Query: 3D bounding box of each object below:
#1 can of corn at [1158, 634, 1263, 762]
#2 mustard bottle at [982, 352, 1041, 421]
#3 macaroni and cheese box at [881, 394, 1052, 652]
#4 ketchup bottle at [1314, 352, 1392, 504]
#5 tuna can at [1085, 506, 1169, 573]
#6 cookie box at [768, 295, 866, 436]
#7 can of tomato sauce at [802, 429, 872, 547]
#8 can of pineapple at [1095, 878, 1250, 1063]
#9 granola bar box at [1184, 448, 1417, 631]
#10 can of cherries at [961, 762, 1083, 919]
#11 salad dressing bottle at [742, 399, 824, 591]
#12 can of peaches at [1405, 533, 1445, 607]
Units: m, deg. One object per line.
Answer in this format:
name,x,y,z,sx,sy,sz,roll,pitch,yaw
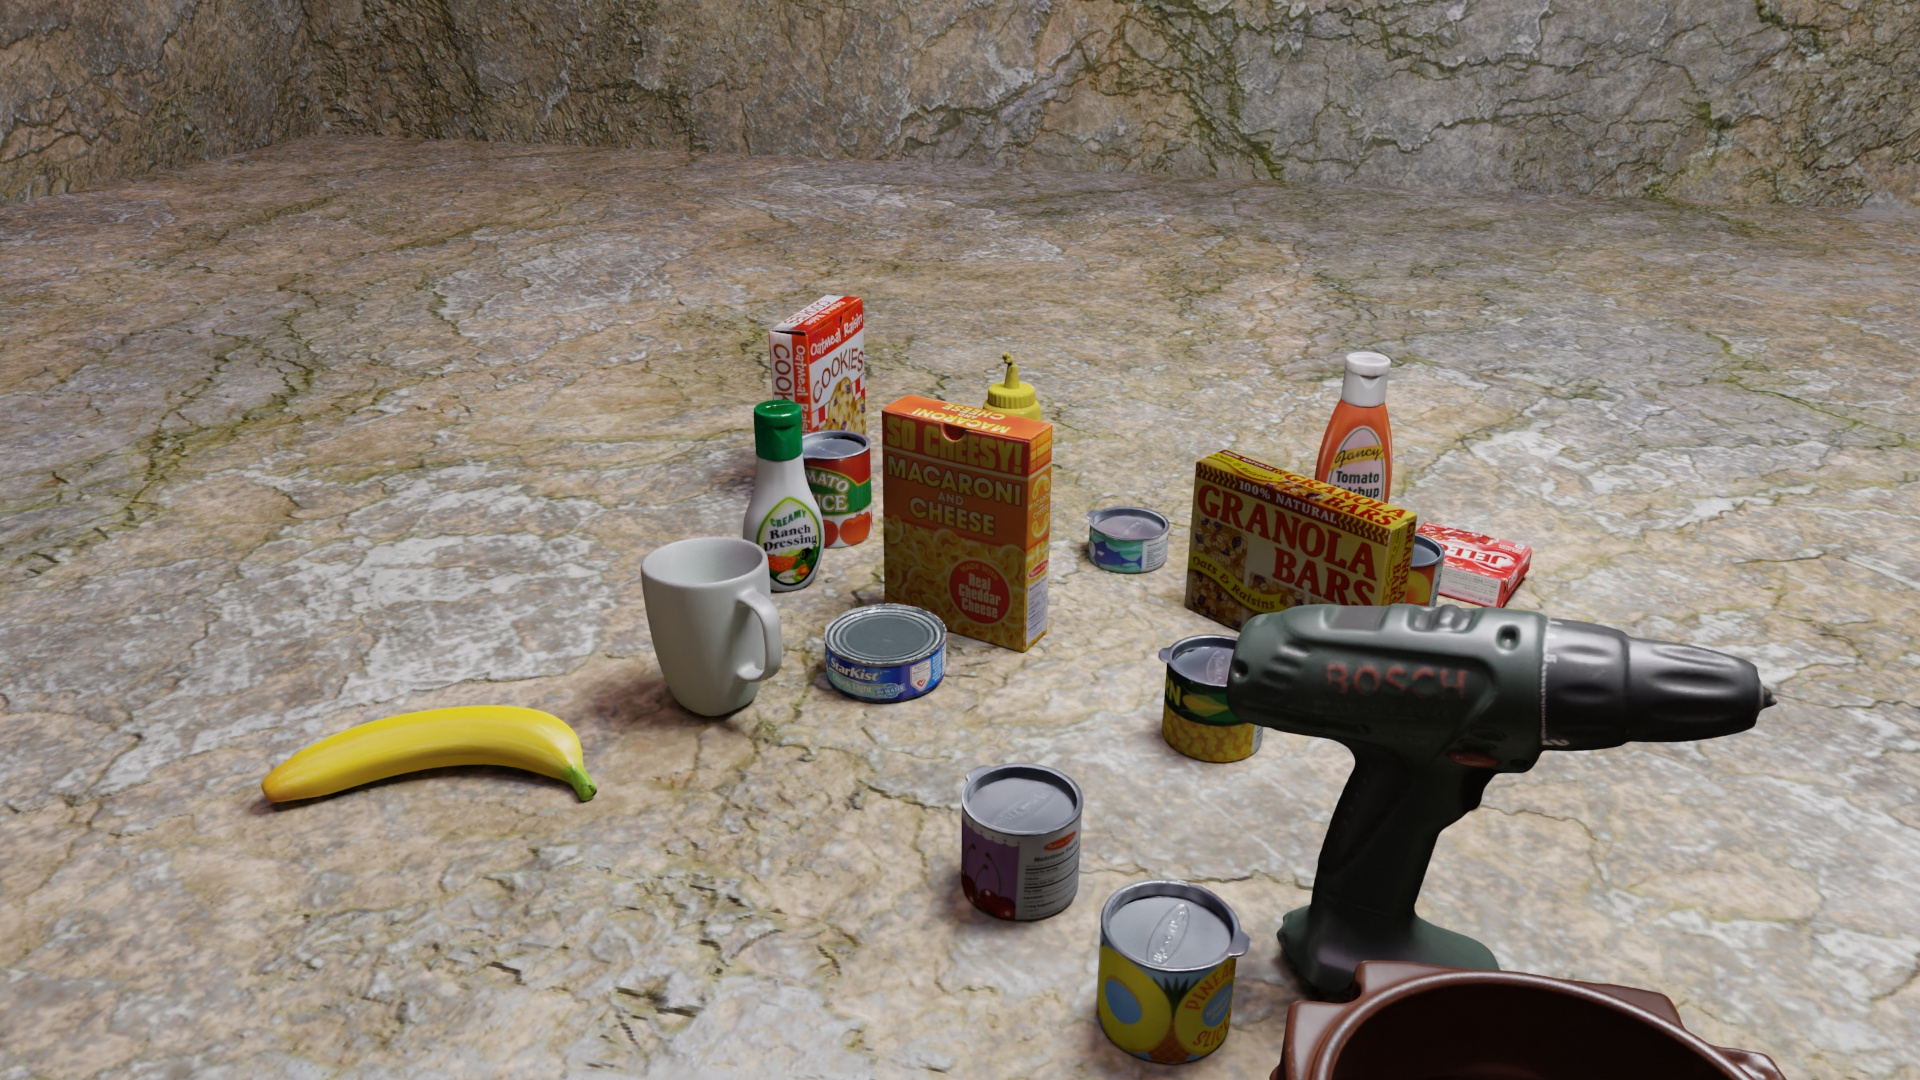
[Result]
can of corn,0.162,0.101,0.896,0.071,0.058,0.071,0,25,0
mustard bottle,0.043,-0.081,1.167,0.049,0.159,0.065,-14,28,-28
macaroni and cheese box,0.004,-0.013,1.013,0.124,0.165,0.040,14,28,27
ketchup bottle,0.341,-0.086,1.193,0.065,0.148,0.044,2,25,4
tuna can,0.136,-0.001,1.147,0.071,0.032,0.071,0,25,0
cookie box,-0.125,-0.126,1.255,0.040,0.166,0.123,8,26,17
can of tomato sauce,-0.109,-0.043,1.177,0.071,0.082,0.071,0,25,0
can of pineapple,0.100,0.207,0.668,0.071,0.057,0.071,0,25,0
granola bar box,0.241,0.017,1.001,0.039,0.123,0.166,-20,32,-37
can of cherries,0.032,0.163,0.762,0.071,0.058,0.072,0,25,0
salad dressing bottle,-0.140,-0.035,1.082,0.064,0.147,0.044,-10,26,-21
can of peaches,0.325,0.030,1.050,0.071,0.057,0.071,0,25,0
